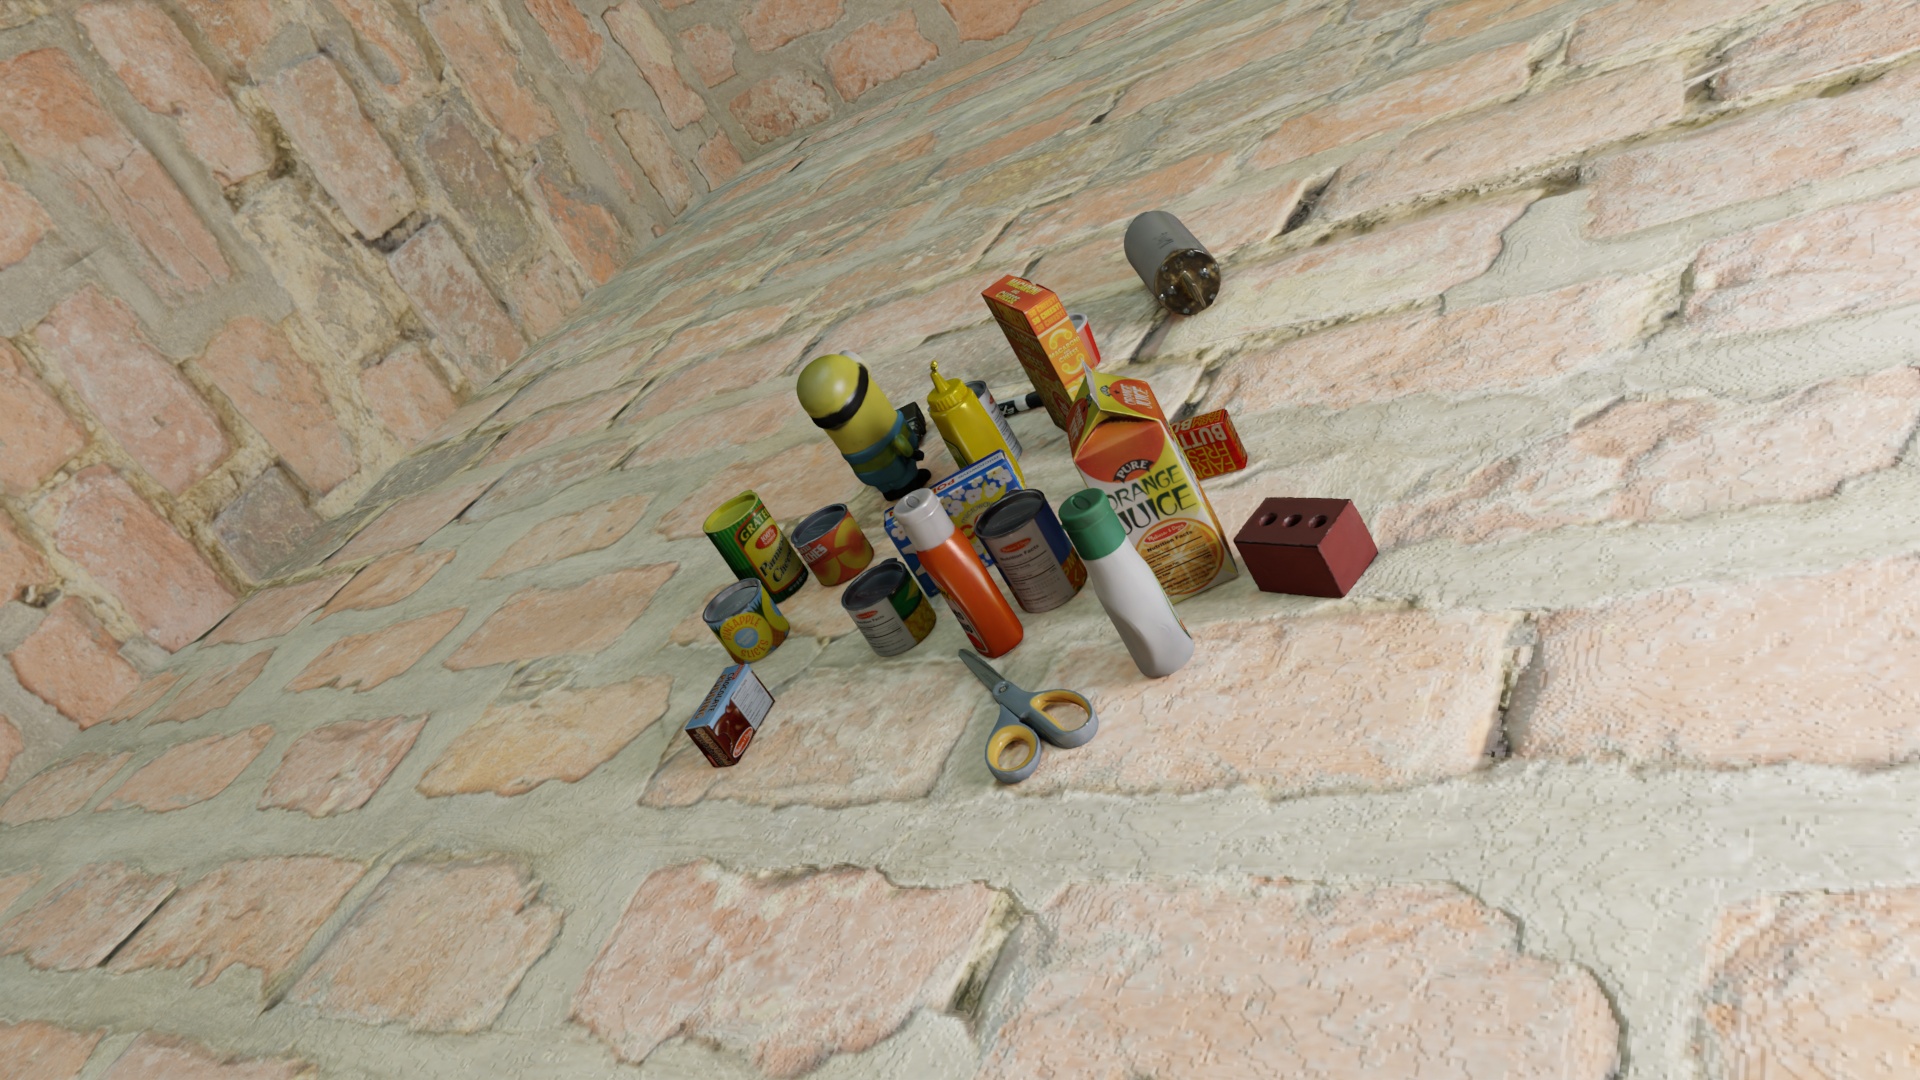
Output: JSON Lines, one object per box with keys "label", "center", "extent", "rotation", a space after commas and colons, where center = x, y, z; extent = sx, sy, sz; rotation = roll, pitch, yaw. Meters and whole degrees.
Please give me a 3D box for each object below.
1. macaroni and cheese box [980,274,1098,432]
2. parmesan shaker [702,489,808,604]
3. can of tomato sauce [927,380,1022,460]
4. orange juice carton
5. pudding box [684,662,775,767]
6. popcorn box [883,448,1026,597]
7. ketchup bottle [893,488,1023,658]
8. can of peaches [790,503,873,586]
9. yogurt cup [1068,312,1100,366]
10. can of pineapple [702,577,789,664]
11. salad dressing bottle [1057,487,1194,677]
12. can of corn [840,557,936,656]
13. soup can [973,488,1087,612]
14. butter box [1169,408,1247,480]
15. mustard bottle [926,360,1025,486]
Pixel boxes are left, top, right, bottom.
{"label": "macaroni and cheese box", "center": [0.093, -0.175, 1.363], "extent": [0.040, 0.166, 0.124], "rotation": [-34, 25, -6]}
{"label": "parmesan shaker", "center": [-0.209, 0.008, 1.437], "extent": [0.071, 0.102, 0.071], "rotation": [-25, 26, 13]}
{"label": "can of tomato sauce", "center": [0.015, -0.112, 1.431], "extent": [0.071, 0.083, 0.071], "rotation": [-25, 26, 13]}
{"label": "orange juice carton", "center": [0.137, -0.048, 1.057], "extent": [0.073, 0.192, 0.072], "rotation": [-25, 26, 13]}
{"label": "pudding box", "center": [-0.204, 0.154, 1.232], "extent": [0.030, 0.049, 0.084], "rotation": [-15, 30, 31]}
{"label": "popcorn box", "center": [0.005, -0.016, 1.268], "extent": [0.126, 0.085, 0.038], "rotation": [-28, 26, 7]}
{"label": "ketchup bottle", "center": [-0.003, 0.025, 1.129], "extent": [0.043, 0.148, 0.065], "rotation": [-35, 25, -7]}
{"label": "can of peaches", "center": [-0.131, 0.006, 1.407], "extent": [0.071, 0.058, 0.071], "rotation": [-25, 26, 13]}
{"label": "yogurt cup", "center": [0.119, -0.210, 1.528], "extent": [0.072, 0.053, 0.073], "rotation": [-25, 26, 13]}
{"label": "can of pineapple", "center": [-0.210, 0.080, 1.362], "extent": [0.071, 0.057, 0.071], "rotation": [-25, 26, 13]}
{"label": "salad dressing bottle", "center": [0.117, 0.030, 0.990], "extent": [0.044, 0.147, 0.064], "rotation": [-34, 25, -4]}
{"label": "can of corn", "center": [-0.062, 0.059, 1.238], "extent": [0.071, 0.058, 0.071], "rotation": [-25, 26, 13]}
{"label": "soup can", "center": [0.060, 0.007, 1.168], "extent": [0.071, 0.083, 0.072], "rotation": [-25, 26, 13]}
{"label": "butter box", "center": [0.193, -0.076, 1.208], "extent": [0.103, 0.053, 0.024], "rotation": [-15, 30, 31]}
{"label": "mustard bottle", "center": [0.006, -0.106, 1.340], "extent": [0.049, 0.159, 0.065], "rotation": [-36, 26, -10]}
